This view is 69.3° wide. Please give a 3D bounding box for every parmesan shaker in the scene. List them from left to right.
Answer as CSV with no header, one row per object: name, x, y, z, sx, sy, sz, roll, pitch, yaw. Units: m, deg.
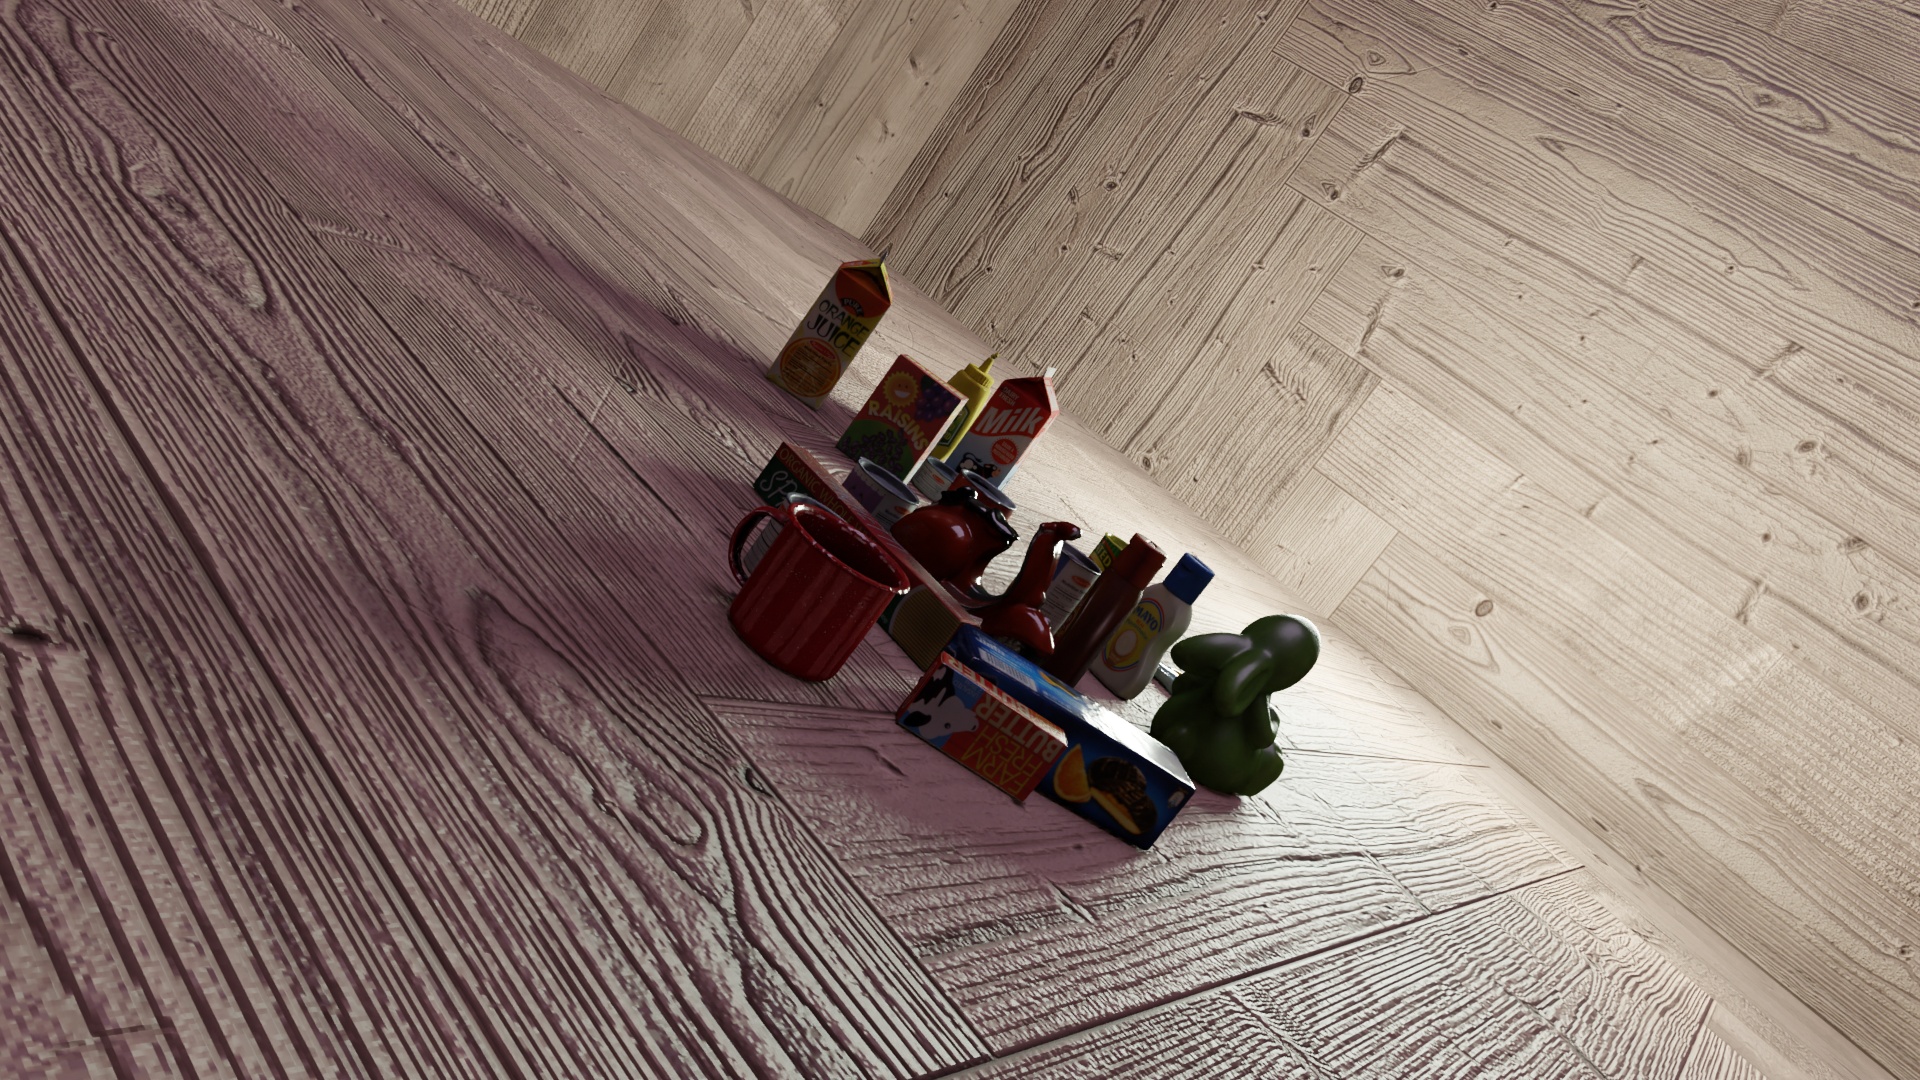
parmesan shaker,0.147,0.053,1.436,0.071,0.103,0.071,35,12,-8

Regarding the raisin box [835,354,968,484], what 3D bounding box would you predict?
raisin box,-0.063,-0.126,1.489,0.086,0.123,0.040,37,11,5

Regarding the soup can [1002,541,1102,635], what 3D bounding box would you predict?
soup can,0.085,0.044,1.344,0.071,0.083,0.071,35,12,-8

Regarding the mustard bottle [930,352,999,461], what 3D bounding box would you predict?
mustard bottle,-0.003,-0.174,1.750,0.065,0.160,0.049,36,11,-2

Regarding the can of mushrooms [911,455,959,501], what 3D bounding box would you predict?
can of mushrooms,-0.020,-0.064,1.586,0.071,0.033,0.071,34,12,-8

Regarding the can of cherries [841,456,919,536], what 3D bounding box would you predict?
can of cherries,-0.080,-0.031,1.229,0.071,0.058,0.071,35,12,-8

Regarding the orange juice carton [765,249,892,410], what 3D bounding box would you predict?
orange juice carton,-0.137,-0.249,1.584,0.073,0.192,0.072,34,11,-10

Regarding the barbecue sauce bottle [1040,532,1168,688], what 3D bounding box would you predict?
barbecue sauce bottle,0.126,0.062,1.231,0.044,0.148,0.065,37,11,4

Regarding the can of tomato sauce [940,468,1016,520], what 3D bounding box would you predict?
can of tomato sauce,0.005,-0.017,1.354,0.071,0.083,0.071,35,12,-8

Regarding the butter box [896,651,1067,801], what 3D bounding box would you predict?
butter box,0.014,0.123,0.914,0.103,0.053,0.024,34,12,-10

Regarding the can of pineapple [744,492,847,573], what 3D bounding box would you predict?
can of pineapple,-0.110,0.008,0.993,0.071,0.057,0.071,35,12,-8

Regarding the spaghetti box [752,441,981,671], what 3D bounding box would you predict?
spaghetti box,-0.080,0.009,1.096,0.251,0.050,0.028,44,14,33

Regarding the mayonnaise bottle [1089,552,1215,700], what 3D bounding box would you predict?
mayonnaise bottle,0.185,0.079,1.331,0.041,0.148,0.065,22,18,-51

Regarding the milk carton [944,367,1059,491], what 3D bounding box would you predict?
milk carton,0.056,-0.131,1.675,0.073,0.190,0.072,37,11,5
